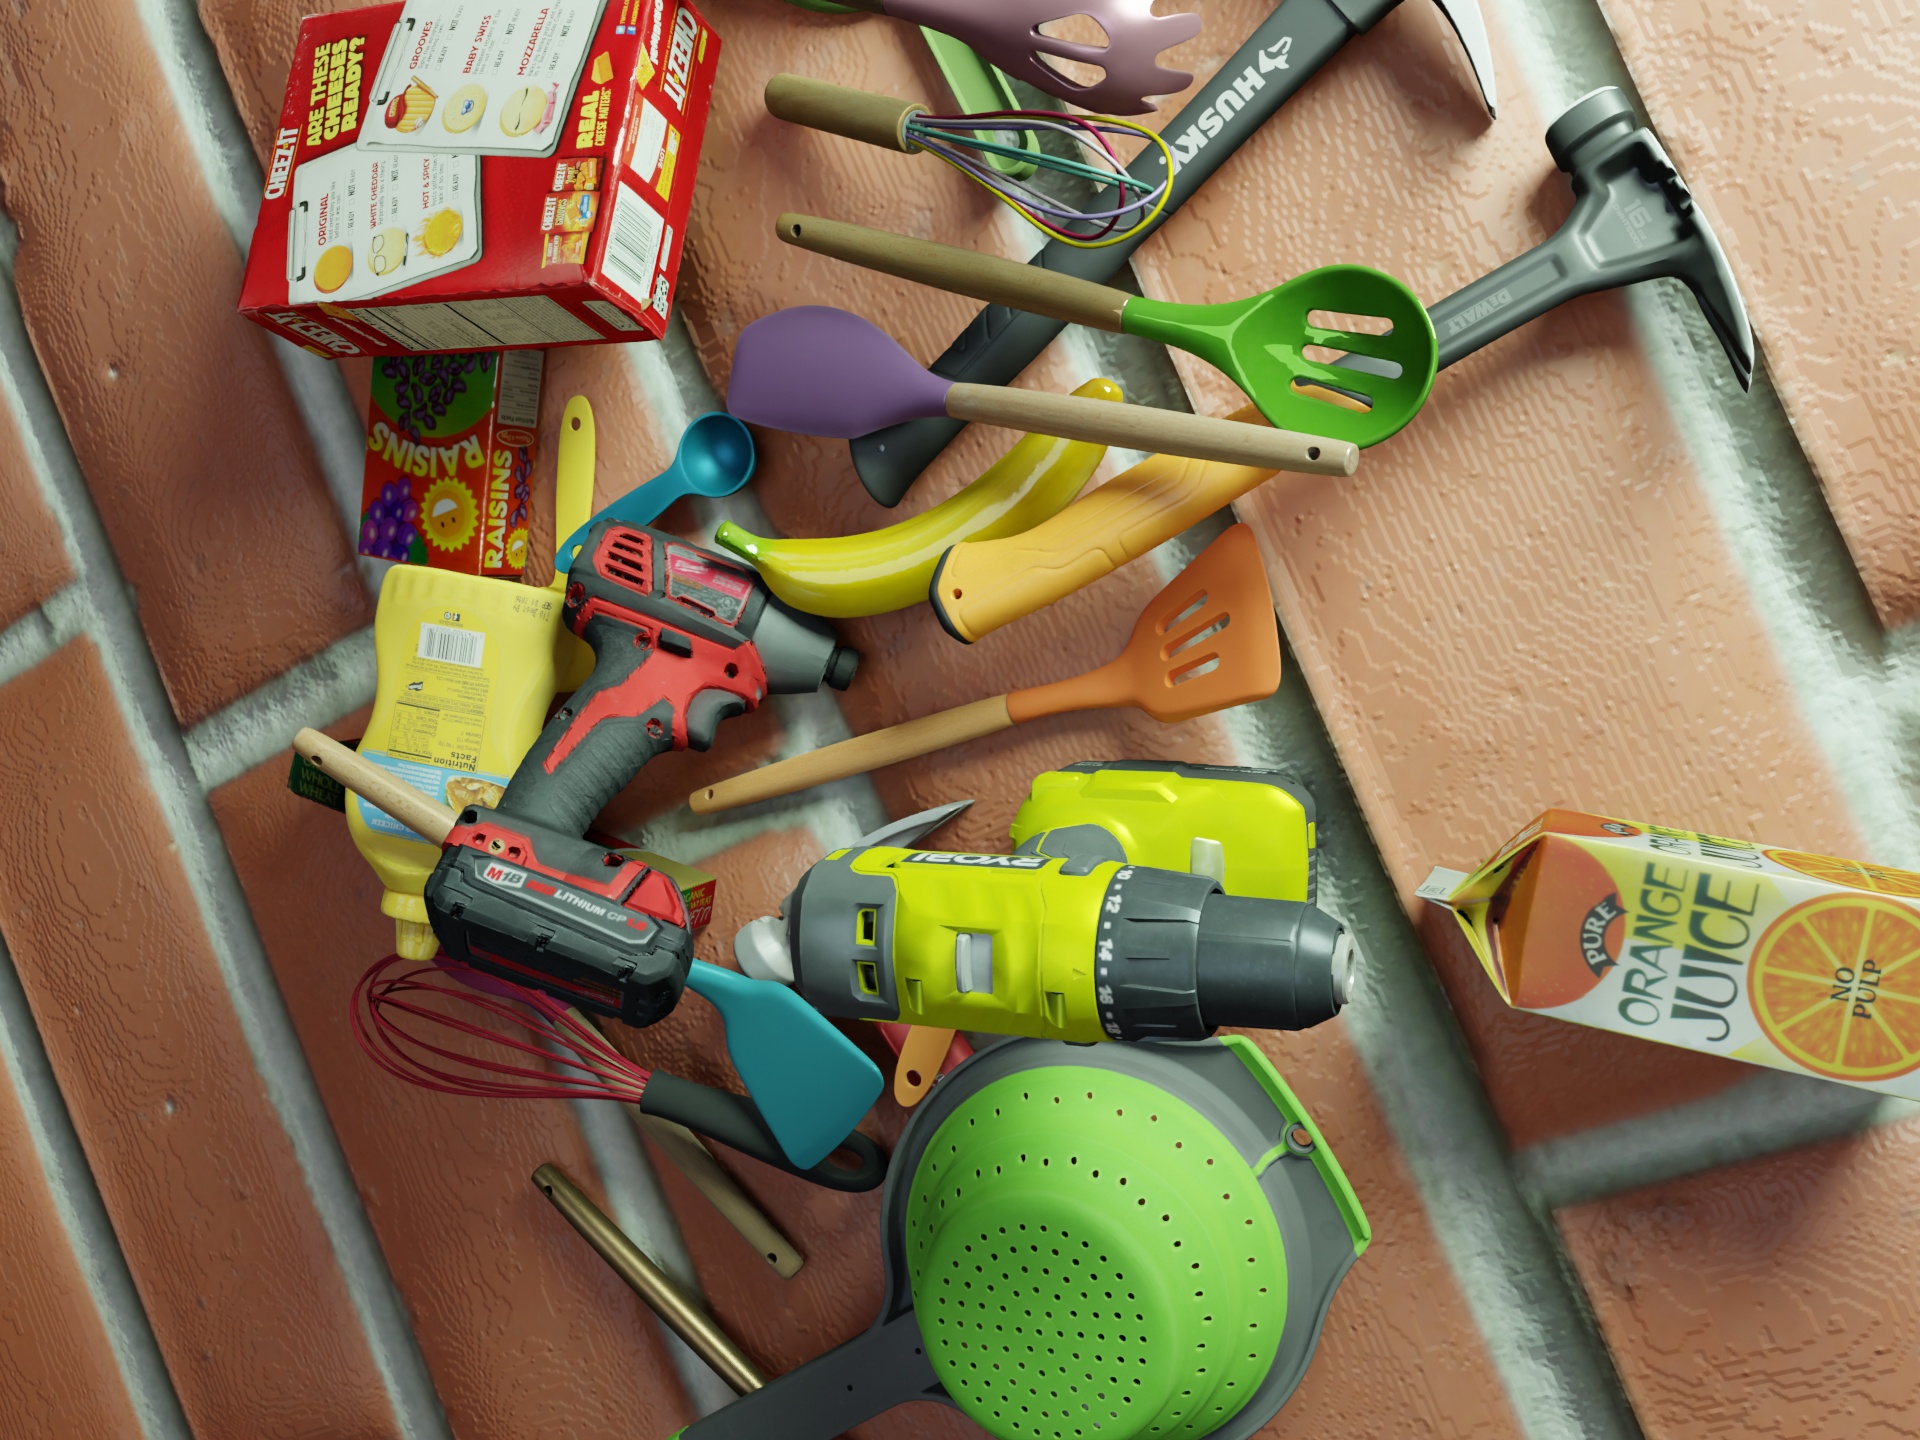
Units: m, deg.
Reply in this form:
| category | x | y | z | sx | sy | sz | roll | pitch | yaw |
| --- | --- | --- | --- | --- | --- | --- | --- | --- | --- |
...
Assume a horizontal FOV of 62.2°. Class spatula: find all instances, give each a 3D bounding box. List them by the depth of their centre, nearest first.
| category | x | y | z | sx | sy | sz | roll | pitch | yaw |
| --- | --- | --- | --- | --- | --- | --- | --- | --- | --- |
| spatula | 0.019 | -0.136 | 0.678 | 0.316 | 0.018 | 0.060 | 17 | 98 | 32 |
| spatula | -0.001 | -0.002 | 0.741 | 0.322 | 0.041 | 0.081 | -17 | 65 | 25 |
| spatula | -0.179 | 0.099 | 0.753 | 0.317 | 0.044 | 0.082 | 34 | 122 | -8 |

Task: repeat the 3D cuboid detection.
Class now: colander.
| category | x | y | z | sx | sy | sz | roll | pitch | yaw |
| --- | --- | --- | --- | --- | --- | --- | --- | --- | --- |
| colander | -0.015 | 0.284 | 0.705 | 0.397 | 0.094 | 0.204 | -35 | 82 | 19 |

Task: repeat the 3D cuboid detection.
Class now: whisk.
| category | x | y | z | sx | sy | sz | roll | pitch | yaw |
| --- | --- | --- | --- | --- | --- | --- | --- | --- | --- |
| whisk | -0.007 | -0.246 | 0.681 | 0.245 | 0.051 | 0.047 | 30 | 124 | 38 |
| whisk | -0.177 | 0.184 | 0.813 | 0.296 | 0.073 | 0.073 | 17 | 102 | 8 |

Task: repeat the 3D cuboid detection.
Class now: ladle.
| category | x | y | z | sx | sy | sz | roll | pitch | yaw |
| --- | --- | --- | --- | --- | --- | --- | --- | --- | --- |
| ladle | -0.118 | 0.344 | 0.822 | 0.320 | 0.062 | 0.078 | 38 | 103 | 17 |

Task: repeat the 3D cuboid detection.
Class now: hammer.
| category | x | y | z | sx | sy | sz | roll | pitch | yaw |
| --- | --- | --- | --- | --- | --- | --- | --- | --- | --- |
| hammer | 0.136 | -0.113 | 0.647 | 0.337 | 0.034 | 0.127 | -28 | 73 | 18 |
| hammer | 0.073 | -0.212 | 0.685 | 0.334 | 0.035 | 0.146 | -42 | 86 | 23 |
| hammer | 0.048 | 0.225 | 0.747 | 0.143 | 0.038 | 0.386 | -37 | 81 | 20 |

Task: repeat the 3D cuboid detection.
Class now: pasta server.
| category | x | y | z | sx | sy | sz | roll | pitch | yaw |
| --- | --- | --- | --- | --- | --- | --- | --- | --- | --- |
| pasta server | -0.046 | -0.317 | 0.682 | 0.316 | 0.040 | 0.060 | 26 | 133 | 25 |

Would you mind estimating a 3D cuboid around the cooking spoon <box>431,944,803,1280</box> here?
| category | x | y | z | sx | sy | sz | roll | pitch | yaw |
| --- | --- | --- | --- | --- | --- | --- | --- | --- | --- |
| cooking spoon | -0.197 | 0.178 | 0.856 | 0.319 | 0.017 | 0.068 | 44 | 101 | 13 |

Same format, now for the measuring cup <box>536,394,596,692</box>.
| category | x | y | z | sx | sy | sz | roll | pitch | yaw |
| --- | --- | --- | --- | --- | --- | --- | --- | --- | --- |
| measuring cup | -0.210 | -0.090 | 0.825 | 0.062 | 0.029 | 0.156 | 11 | 102 | 21 |

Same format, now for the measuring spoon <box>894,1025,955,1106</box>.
| category | x | y | z | sx | sy | sz | roll | pitch | yaw |
| --- | --- | --- | --- | --- | --- | --- | --- | --- | --- |
| measuring spoon | -0.005 | 0.129 | 0.736 | 0.021 | 0.011 | 0.117 | 27 | 107 | 18 |

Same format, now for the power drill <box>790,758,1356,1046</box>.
| category | x | y | z | sx | sy | sz | roll | pitch | yaw |
| --- | --- | --- | --- | --- | --- | --- | --- | --- | --- |
| power drill | 0.068 | 0.069 | 0.616 | 0.190 | 0.228 | 0.080 | 1 | 96 | 23 |

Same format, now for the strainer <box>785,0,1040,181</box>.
| category | x | y | z | sx | sy | sz | roll | pitch | yaw |
| --- | --- | --- | --- | --- | --- | --- | --- | --- | --- |
| strainer | -0.037 | -0.355 | 0.701 | 0.151 | 0.069 | 0.256 | -29 | 83 | 23 |

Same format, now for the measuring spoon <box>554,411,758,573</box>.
| category | x | y | z | sx | sy | sz | roll | pitch | yaw |
| --- | --- | --- | --- | --- | --- | --- | --- | --- | --- |
| measuring spoon | -0.152 | -0.109 | 0.799 | 0.128 | 0.021 | 0.042 | -31 | 82 | 19 |

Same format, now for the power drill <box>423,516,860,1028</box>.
| category | x | y | z | sx | sy | sz | roll | pitch | yaw |
| --- | --- | --- | --- | --- | --- | --- | --- | --- | --- |
| power drill | -0.140 | 0.018 | 0.729 | 0.143 | 0.078 | 0.220 | 21 | 62 | -4 |

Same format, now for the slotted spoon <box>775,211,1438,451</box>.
| category | x | y | z | sx | sy | sz | roll | pitch | yaw |
| --- | --- | --- | --- | --- | --- | --- | --- | --- | --- |
| slotted spoon | 0.049 | -0.176 | 0.661 | 0.314 | 0.031 | 0.070 | 22 | 109 | 27 |
